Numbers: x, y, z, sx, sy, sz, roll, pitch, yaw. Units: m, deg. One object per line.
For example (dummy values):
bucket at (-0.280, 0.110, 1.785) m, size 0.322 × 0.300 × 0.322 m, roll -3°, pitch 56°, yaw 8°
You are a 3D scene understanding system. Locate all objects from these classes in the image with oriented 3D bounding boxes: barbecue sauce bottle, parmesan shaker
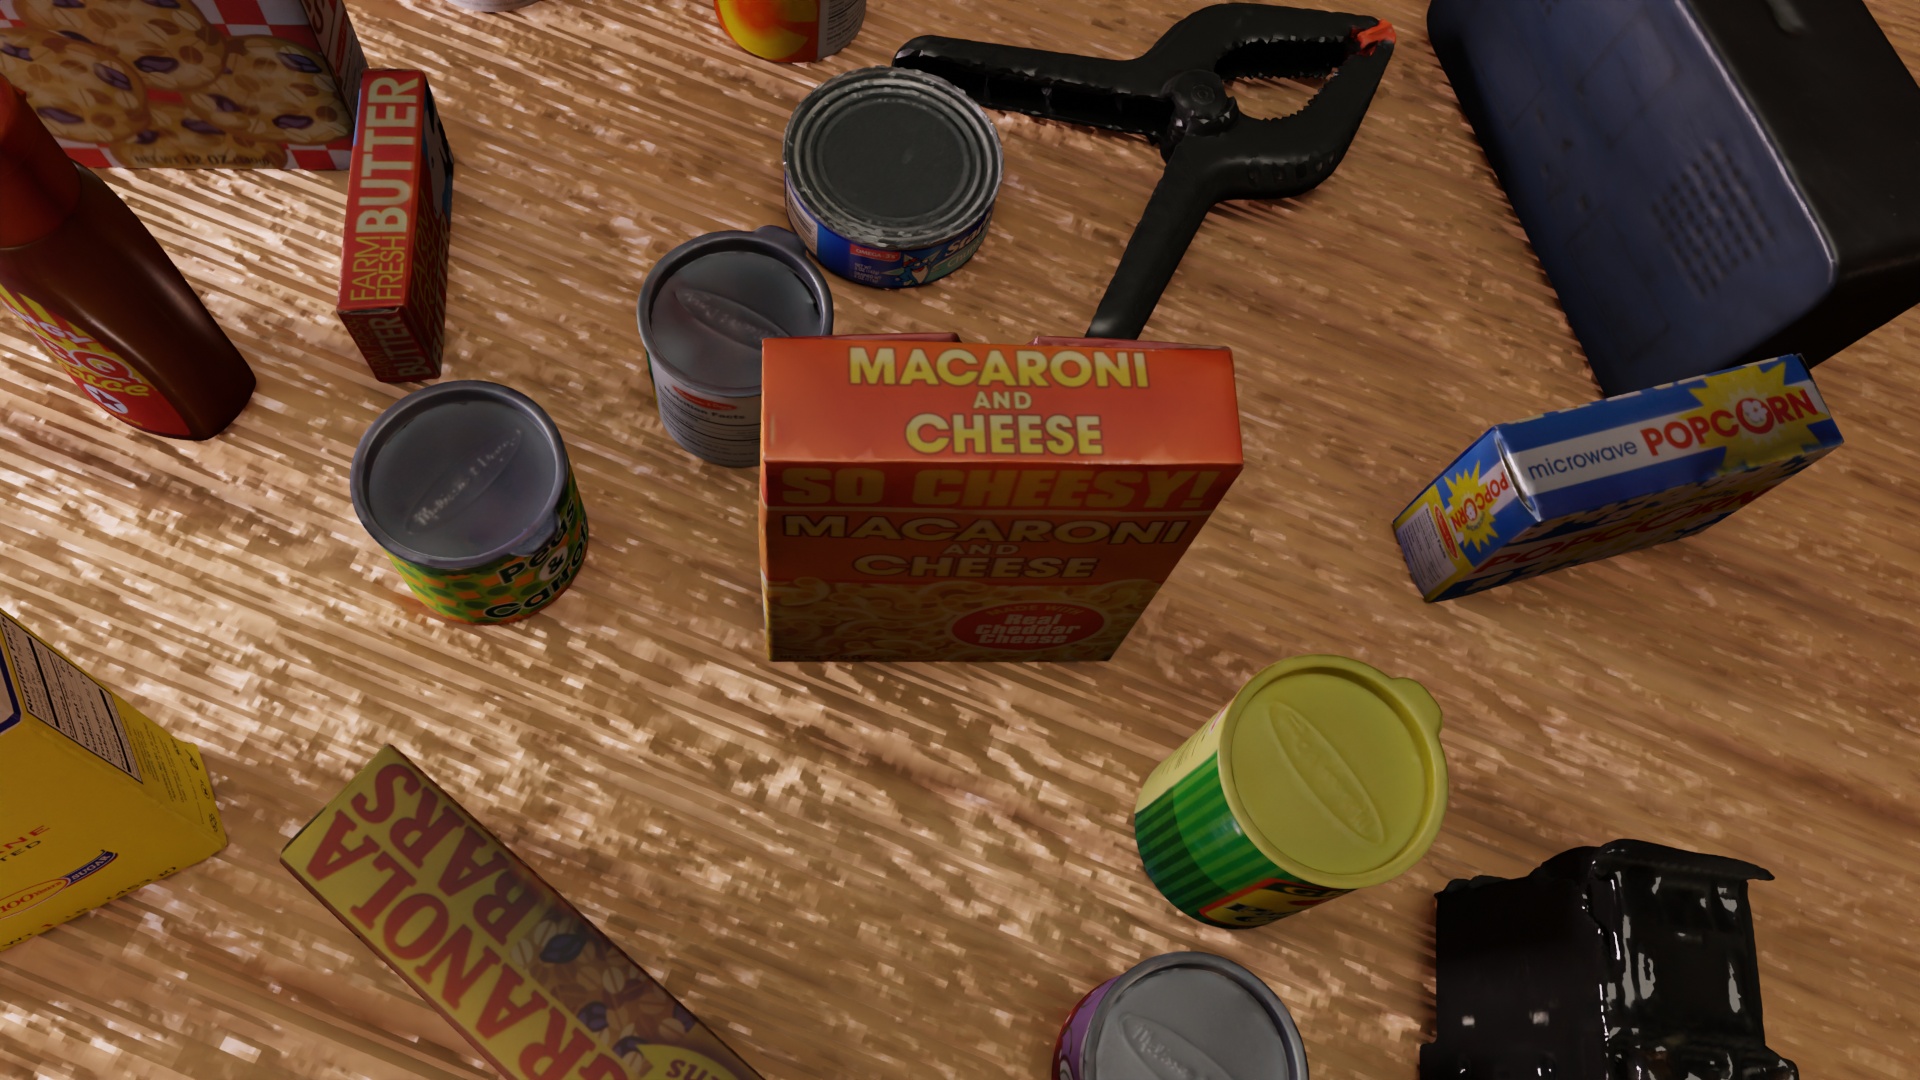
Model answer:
barbecue sauce bottle at (-0.275, -0.085, 0.431) m, size 0.065 × 0.148 × 0.044 m, roll 25°, pitch 67°, yaw 4°
parmesan shaker at (0.100, 0.081, 0.433) m, size 0.071 × 0.102 × 0.071 m, roll 3°, pitch 67°, yaw -6°

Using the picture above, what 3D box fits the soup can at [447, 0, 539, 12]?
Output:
soup can at (-0.194, -0.268, 0.555) m, size 0.071 × 0.083 × 0.071 m, roll 3°, pitch 67°, yaw -6°

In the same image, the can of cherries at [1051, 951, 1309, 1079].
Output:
can of cherries at (0.062, 0.163, 0.418) m, size 0.071 × 0.058 × 0.072 m, roll 3°, pitch 67°, yaw -6°

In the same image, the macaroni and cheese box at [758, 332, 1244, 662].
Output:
macaroni and cheese box at (0.002, -0.005, 0.423) m, size 0.124 × 0.165 × 0.040 m, roll 0°, pitch 68°, yaw -7°

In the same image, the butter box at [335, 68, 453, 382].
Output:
butter box at (-0.203, -0.114, 0.505) m, size 0.024 × 0.053 × 0.104 m, roll -2°, pitch 67°, yaw -8°

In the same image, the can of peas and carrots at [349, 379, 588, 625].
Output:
can of peas and carrots at (-0.159, -0.010, 0.463) m, size 0.071 × 0.058 × 0.071 m, roll 3°, pitch 67°, yaw -6°

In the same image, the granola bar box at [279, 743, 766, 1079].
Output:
granola bar box at (-0.094, 0.135, 0.374) m, size 0.166 × 0.123 × 0.039 m, roll 38°, pitch 68°, yaw 9°

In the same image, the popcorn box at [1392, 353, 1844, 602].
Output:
popcorn box at (0.233, -0.021, 0.503) m, size 0.127 × 0.085 × 0.038 m, roll -13°, pitch 70°, yaw -12°

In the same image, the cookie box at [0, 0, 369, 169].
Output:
cookie box at (-0.281, -0.192, 0.466) m, size 0.123 × 0.166 × 0.040 m, roll -1°, pitch 68°, yaw -8°

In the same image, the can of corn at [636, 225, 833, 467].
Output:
can of corn at (-0.078, -0.069, 0.499) m, size 0.071 × 0.058 × 0.071 m, roll 3°, pitch 67°, yaw -6°

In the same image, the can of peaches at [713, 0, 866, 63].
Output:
can of peaches at (-0.072, -0.243, 0.573) m, size 0.071 × 0.057 × 0.071 m, roll 3°, pitch 67°, yaw -6°
